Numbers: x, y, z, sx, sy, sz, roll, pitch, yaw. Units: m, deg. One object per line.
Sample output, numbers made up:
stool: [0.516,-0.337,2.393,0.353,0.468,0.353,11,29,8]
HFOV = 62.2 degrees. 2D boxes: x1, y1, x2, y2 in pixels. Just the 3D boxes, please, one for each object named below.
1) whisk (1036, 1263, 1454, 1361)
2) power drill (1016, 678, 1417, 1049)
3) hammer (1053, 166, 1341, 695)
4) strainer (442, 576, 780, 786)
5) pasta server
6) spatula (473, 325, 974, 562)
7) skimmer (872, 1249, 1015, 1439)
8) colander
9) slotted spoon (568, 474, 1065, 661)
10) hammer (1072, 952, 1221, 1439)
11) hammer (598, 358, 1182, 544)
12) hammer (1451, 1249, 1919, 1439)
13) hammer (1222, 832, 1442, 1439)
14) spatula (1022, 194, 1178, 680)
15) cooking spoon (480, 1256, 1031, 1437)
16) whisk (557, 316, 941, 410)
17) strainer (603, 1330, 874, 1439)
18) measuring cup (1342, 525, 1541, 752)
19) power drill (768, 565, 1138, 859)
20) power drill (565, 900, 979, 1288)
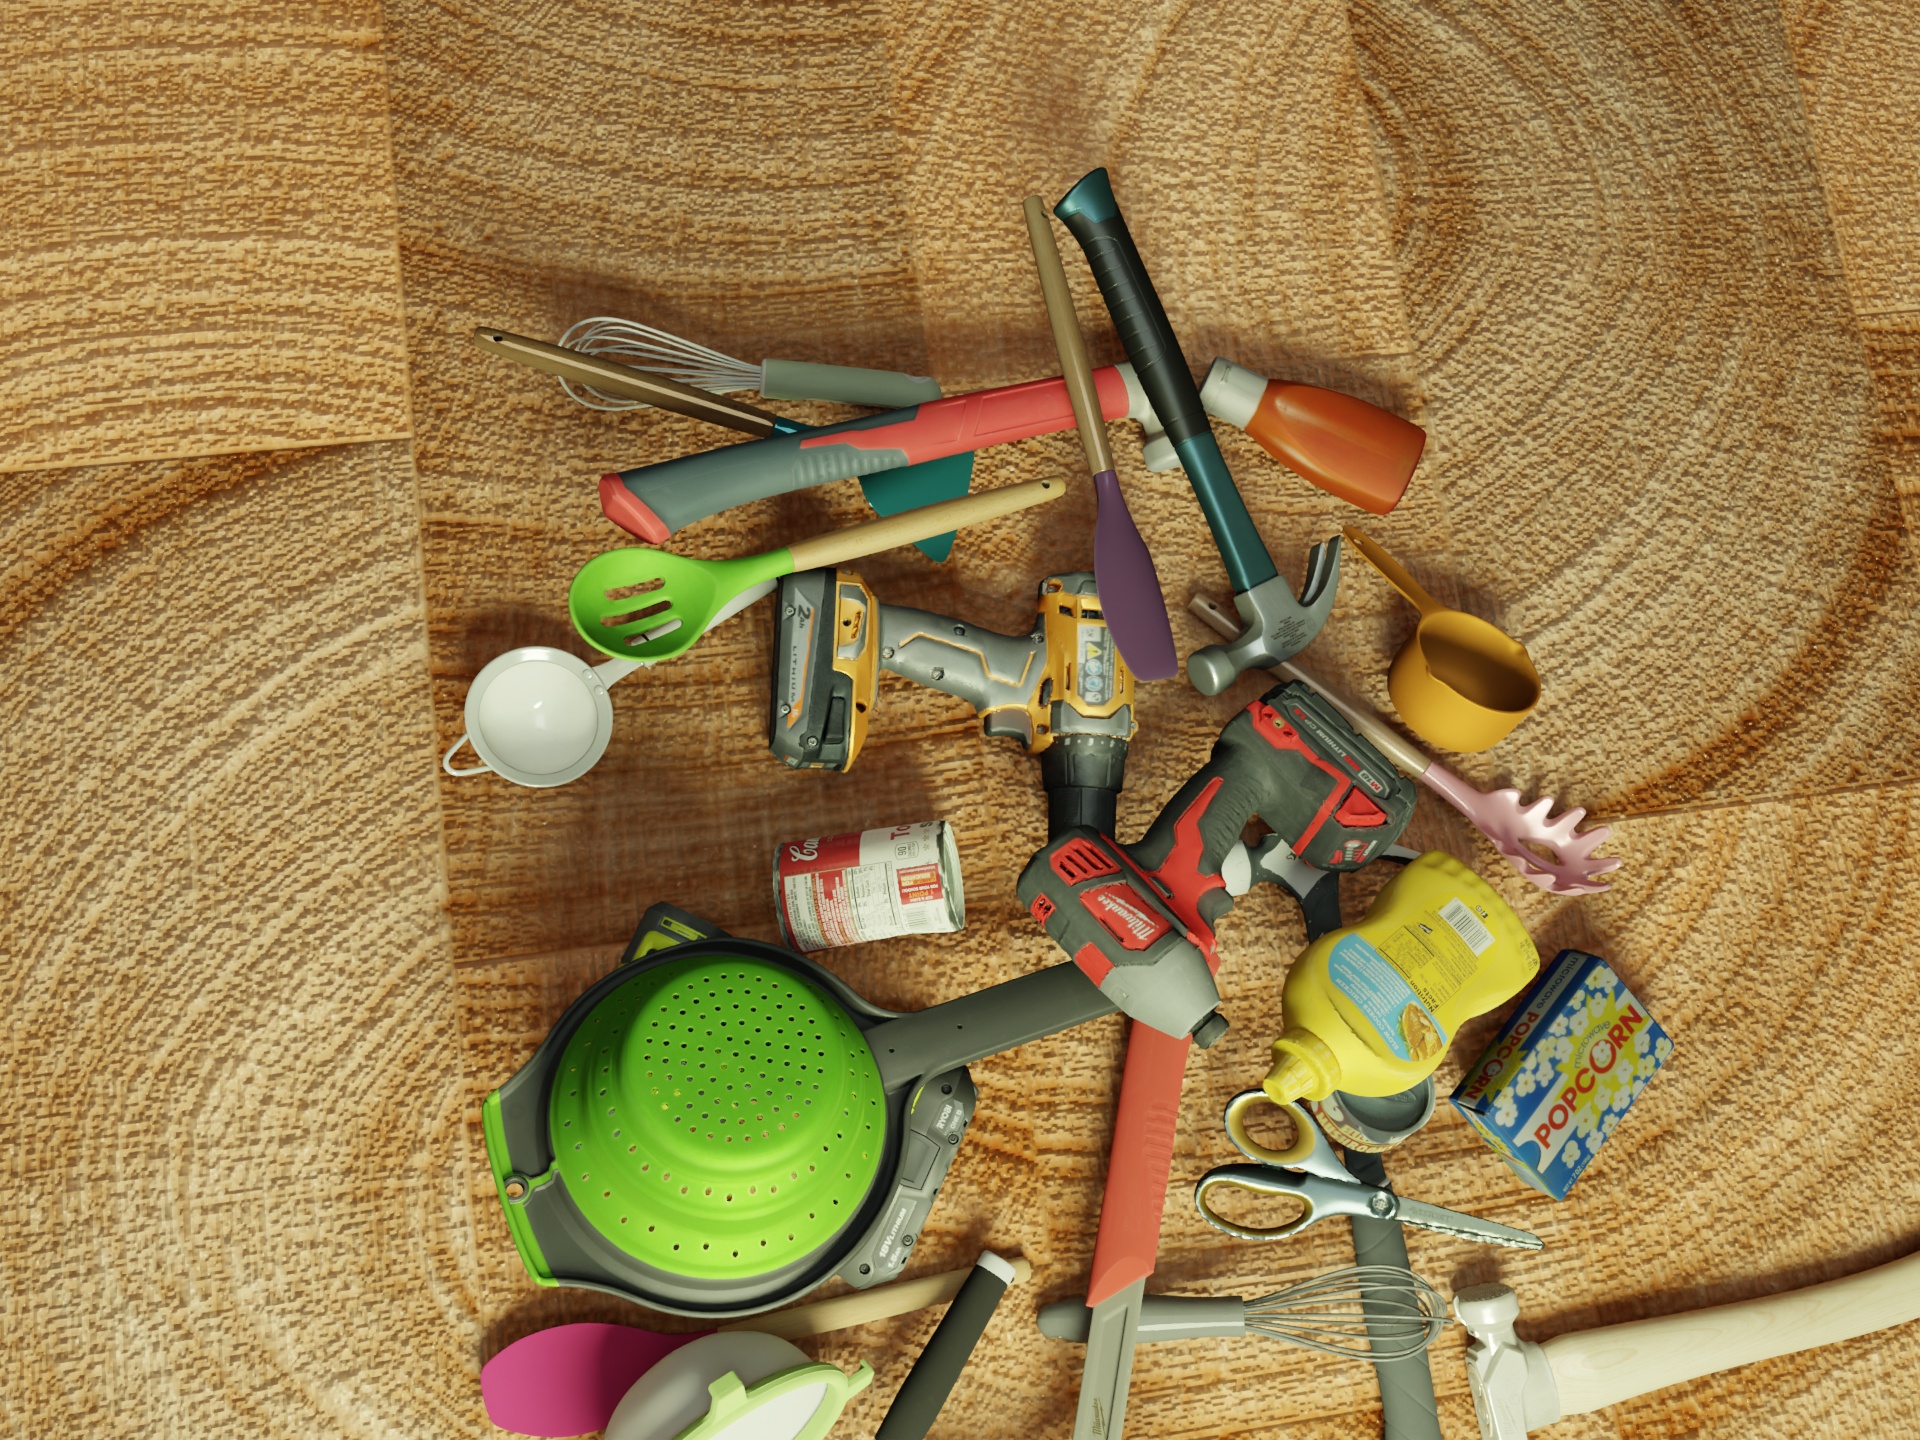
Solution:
whisk: [0.162,0.346,0.921,0.239,0.055,0.055,-4,80,8]
power drill: [0.154,0.085,0.924,0.219,0.078,0.143,-34,69,-26]
hammer: [0.140,-0.190,1.001,0.128,0.033,0.331,-24,91,-22]
strainer: [-0.200,-0.037,0.977,0.258,0.050,0.087,-34,90,-17]
pasta server: [0.279,0.011,1.020,0.316,0.040,0.060,37,59,3]
spatula: [-0.143,-0.185,0.987,0.317,0.044,0.082,16,80,-10]
skimmer: [-0.074,0.466,0.890,0.127,0.090,0.363,30,70,9]
colander: [-0.047,0.170,0.846,0.397,0.094,0.205,-15,61,-23]
slotted spoon: [-0.075,-0.098,0.927,0.313,0.031,0.070,-19,78,-21]
hammer: [0.089,0.290,0.924,0.149,0.036,0.359,5,68,18]
hammer: [-0.035,-0.189,0.974,0.386,0.038,0.143,-16,87,-23]
hammer: [0.510,0.378,0.976,0.410,0.038,0.146,-11,82,-8]
hammer: [0.250,0.267,0.970,0.149,0.036,0.409,-7,81,-8]
spatula: [0.081,-0.177,0.983,0.059,0.018,0.316,-6,80,-43]
cooking spoon: [-0.114,0.354,0.921,0.319,0.017,0.068,-10,101,-8]
whisk: [-0.134,-0.219,1.019,0.246,0.058,0.059,4,113,-8]
strainer: [-0.176,0.419,0.872,0.256,0.151,0.069,-46,58,7]
measuring cup: [0.294,-0.052,1.029,0.095,0.052,0.174,-15,56,-34]
power drill: [-0.002,-0.003,0.974,0.226,0.084,0.185,3,81,-10]
power drill: [-0.117,0.227,0.919,0.223,0.080,0.171,25,77,3]
